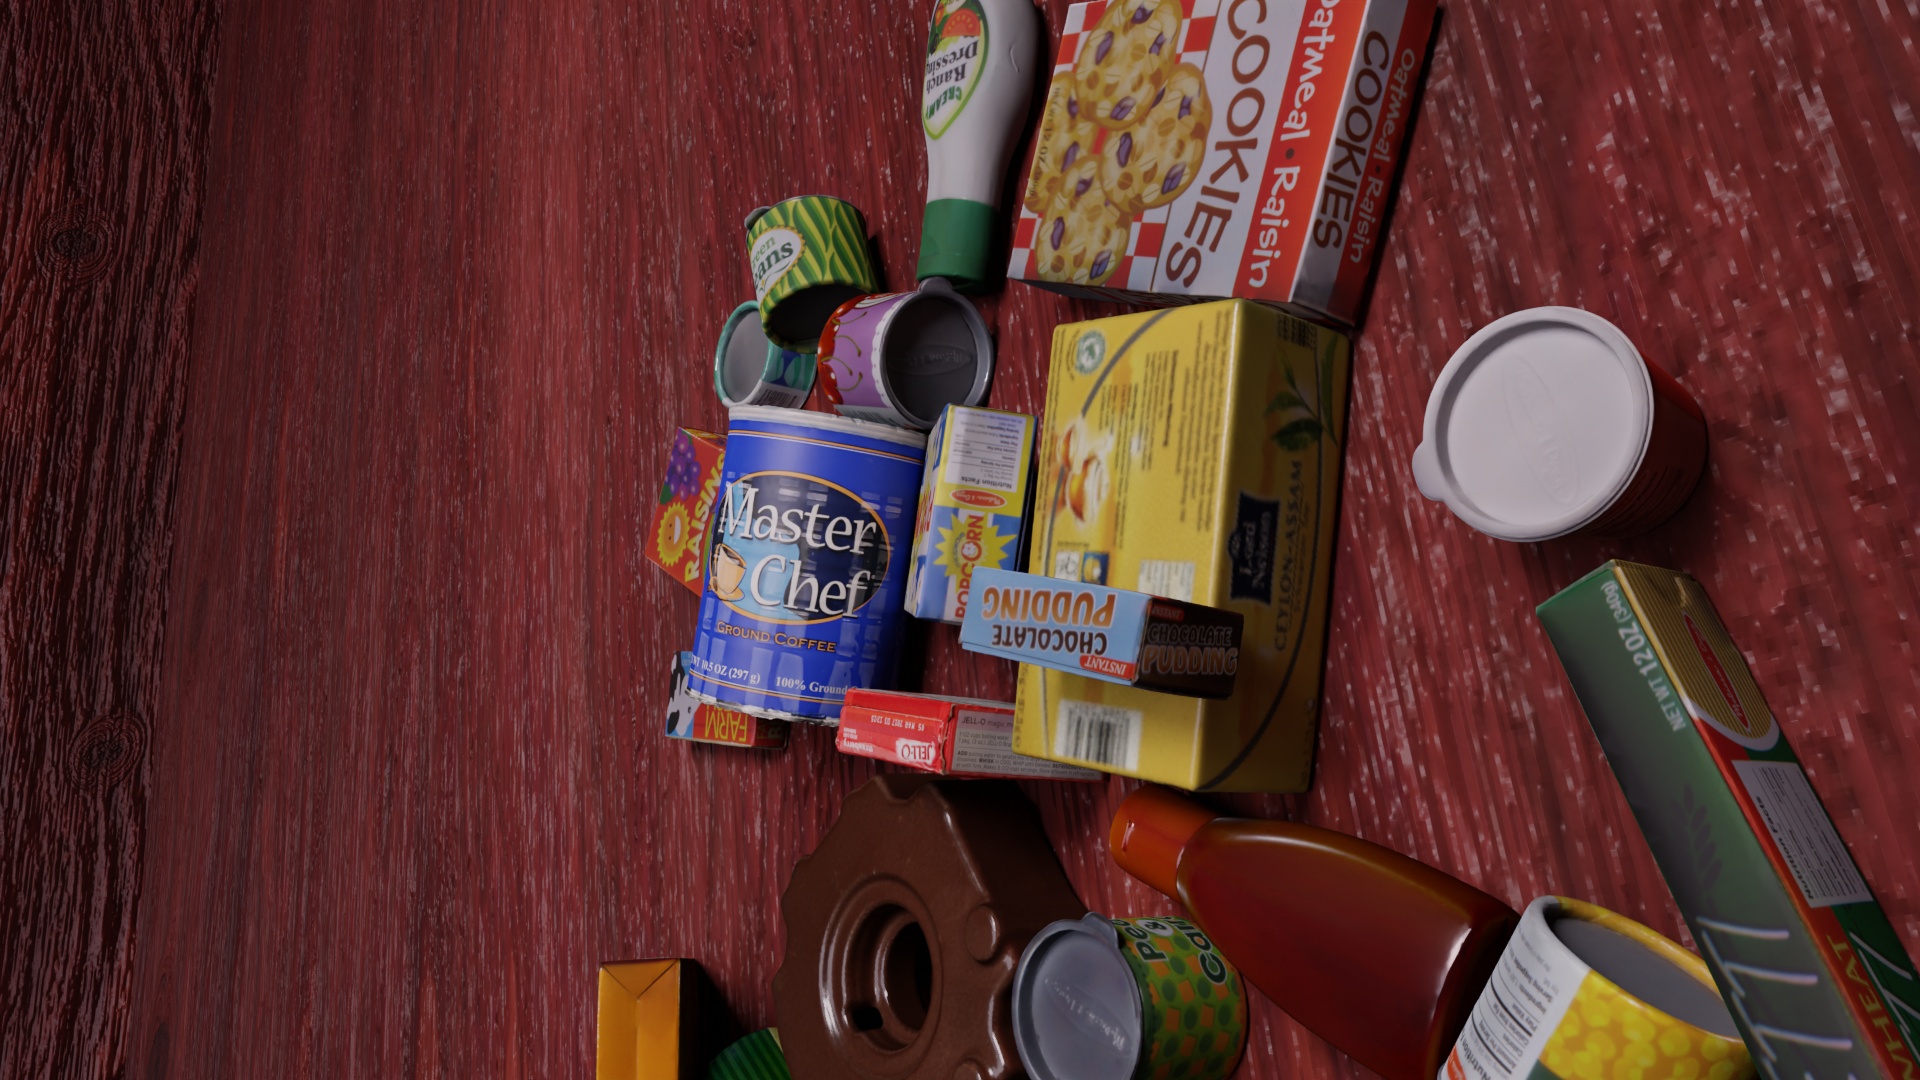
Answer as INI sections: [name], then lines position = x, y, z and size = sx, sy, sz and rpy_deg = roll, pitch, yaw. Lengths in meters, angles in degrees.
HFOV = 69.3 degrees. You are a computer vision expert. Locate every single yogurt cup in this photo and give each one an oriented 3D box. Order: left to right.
[yogurt cup]
position = 0.181, -0.030, 0.410
size = 0.072, 0.054, 0.072
rpy_deg = -14, 71, 49

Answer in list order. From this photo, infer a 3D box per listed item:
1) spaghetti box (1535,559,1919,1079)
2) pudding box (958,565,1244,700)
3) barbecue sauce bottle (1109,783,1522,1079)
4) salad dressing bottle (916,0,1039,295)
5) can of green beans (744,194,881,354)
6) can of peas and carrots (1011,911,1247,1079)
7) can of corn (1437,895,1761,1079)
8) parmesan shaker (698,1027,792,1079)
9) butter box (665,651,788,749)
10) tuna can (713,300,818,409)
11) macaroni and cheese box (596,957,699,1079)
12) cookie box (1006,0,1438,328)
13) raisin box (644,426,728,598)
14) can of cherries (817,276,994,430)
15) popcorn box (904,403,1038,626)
[spaghetti box]
position = 0.215, 0.120, 0.337
size = 0.028, 0.050, 0.251
rpy_deg = -42, 52, 40
[pudding box]
position = 0.045, 0.030, 0.459
size = 0.083, 0.050, 0.030
rpy_deg = 8, 87, 50
[barbecue sauce bottle]
position = 0.112, 0.124, 0.470
size = 0.148, 0.044, 0.064
rpy_deg = 19, 97, 52
[salad dressing bottle]
position = 0.005, -0.195, 0.672
size = 0.064, 0.044, 0.147
rpy_deg = 0, 82, 52
[can of green beans]
position = -0.078, -0.142, 0.746
size = 0.071, 0.071, 0.058
rpy_deg = -38, 55, 40
[can of peas and carrots]
position = 0.062, 0.170, 0.508
size = 0.071, 0.059, 0.071
rpy_deg = -15, 70, 48
[can of corn]
position = 0.174, 0.139, 0.373
size = 0.071, 0.071, 0.058
rpy_deg = 37, 110, 48
[parmesan shaker]
position = -0.076, 0.290, 0.650
size = 0.103, 0.071, 0.071
rpy_deg = 34, 109, 49
[butter box]
position = -0.134, 0.090, 0.796
size = 0.103, 0.024, 0.053
rpy_deg = -5, 79, 51
[tuna can]
position = -0.114, -0.107, 0.809
size = 0.071, 0.033, 0.071
rpy_deg = -13, 72, 49
[macaroni and cheese box]
position = -0.157, 0.277, 0.708
size = 0.166, 0.040, 0.124
rpy_deg = 114, 155, -72
[cookie box]
position = 0.097, -0.155, 0.554
size = 0.167, 0.040, 0.122
rpy_deg = 19, 97, 52
[raisin box]
position = -0.132, -0.010, 0.806
size = 0.123, 0.040, 0.086
rpy_deg = 26, 103, 49
[can of cherries]
position = -0.027, -0.090, 0.671
size = 0.058, 0.071, 0.071
rpy_deg = 9, 89, 53
[popcorn box]
position = 0.002, -0.007, 0.589
size = 0.126, 0.038, 0.085
rpy_deg = 158, 119, -85
